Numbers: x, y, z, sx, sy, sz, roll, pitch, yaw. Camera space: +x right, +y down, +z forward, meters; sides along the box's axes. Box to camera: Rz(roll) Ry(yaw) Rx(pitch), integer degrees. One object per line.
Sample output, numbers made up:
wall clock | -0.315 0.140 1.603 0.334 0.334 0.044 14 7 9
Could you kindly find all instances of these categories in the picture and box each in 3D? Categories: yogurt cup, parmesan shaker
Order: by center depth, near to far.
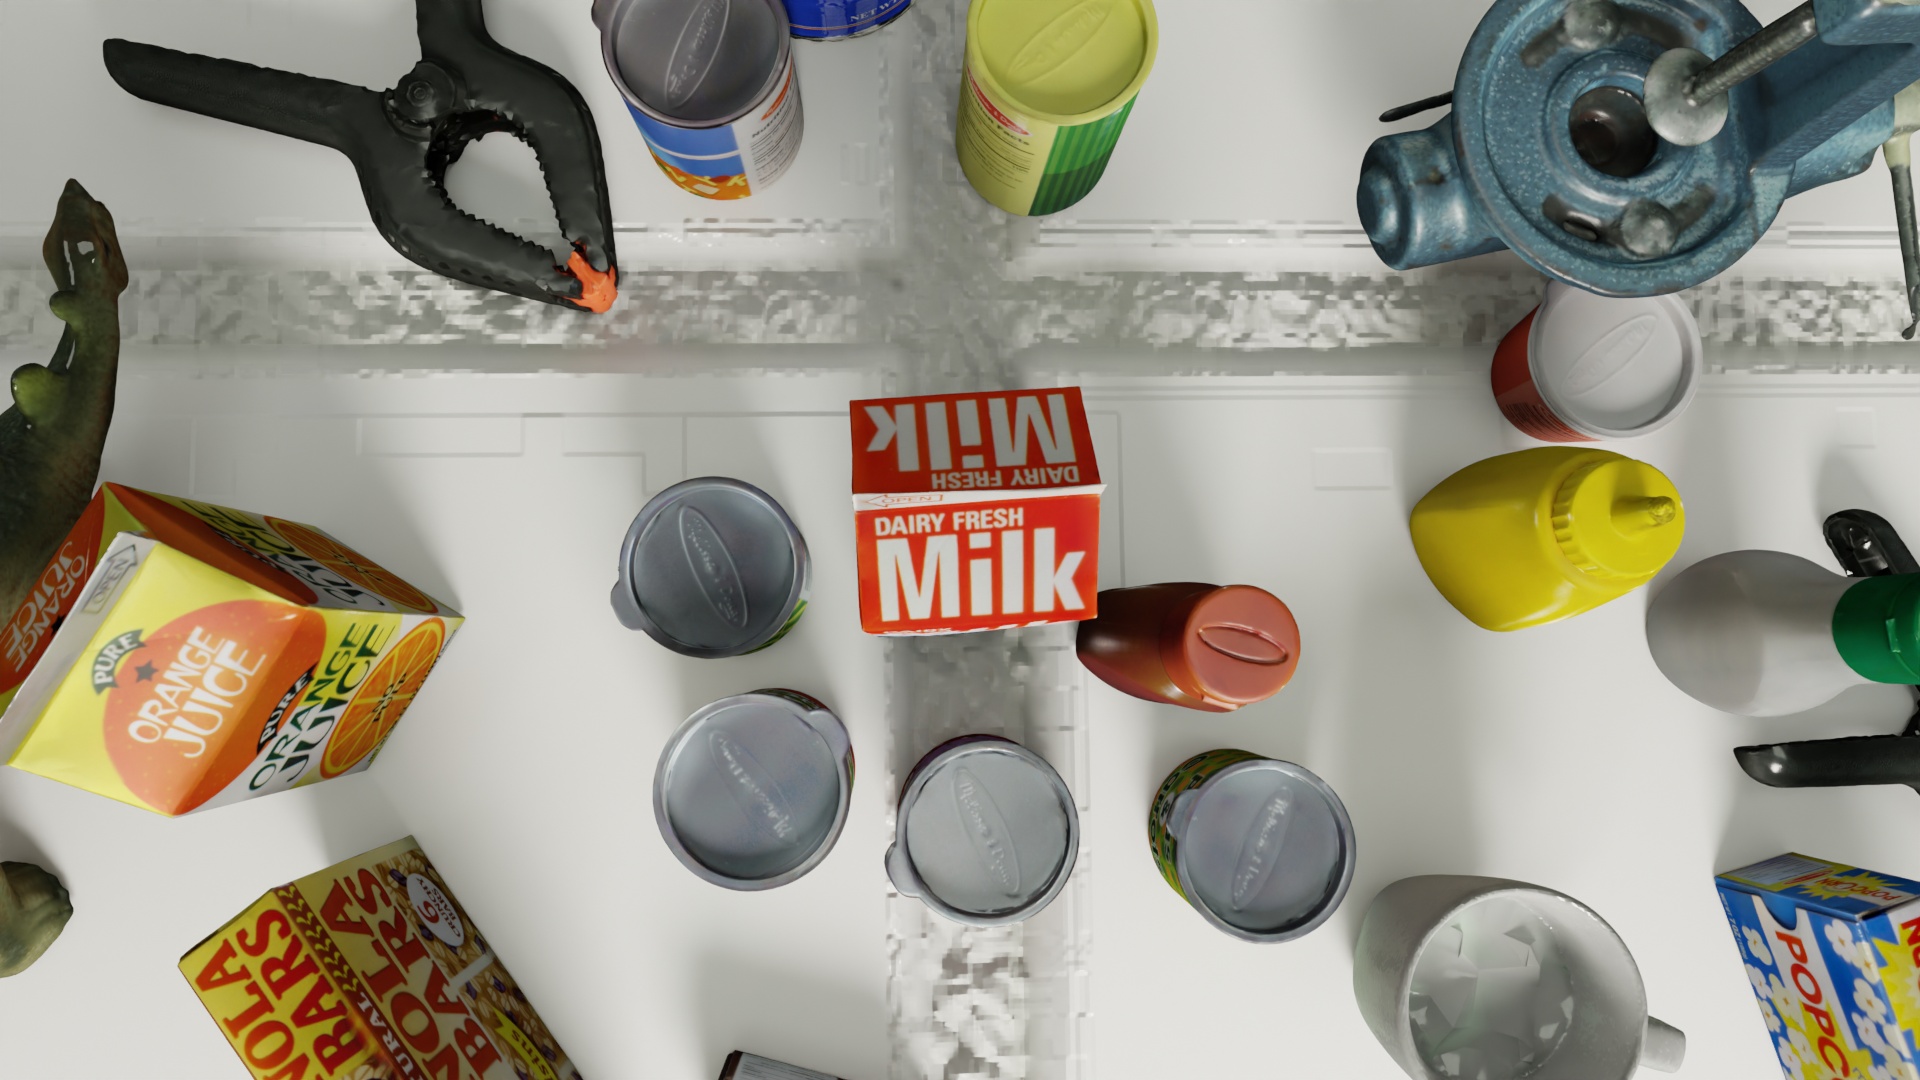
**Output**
parmesan shaker | 0.031 -0.173 0.526 0.071 0.103 0.071 0 85 -3
yogurt cup | 0.249 -0.069 0.553 0.072 0.054 0.072 0 85 -3

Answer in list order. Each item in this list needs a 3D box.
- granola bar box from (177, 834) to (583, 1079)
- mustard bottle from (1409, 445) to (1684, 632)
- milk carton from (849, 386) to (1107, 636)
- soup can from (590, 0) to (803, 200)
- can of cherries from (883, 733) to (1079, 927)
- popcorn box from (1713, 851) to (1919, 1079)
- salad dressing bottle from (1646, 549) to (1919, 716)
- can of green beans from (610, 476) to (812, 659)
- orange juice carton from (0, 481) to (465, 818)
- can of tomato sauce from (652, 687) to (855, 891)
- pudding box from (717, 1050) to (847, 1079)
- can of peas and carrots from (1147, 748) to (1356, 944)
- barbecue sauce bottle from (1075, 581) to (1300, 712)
granola bar box | -0.177 0.186 0.473 0.039 0.124 0.165 -36 88 -5
mustard bottle | 0.212 -0.002 0.492 0.049 0.160 0.065 -31 88 -5
milk carton | 0.002 -0.006 0.466 0.072 0.190 0.073 -4 86 -3
soup can | -0.097 -0.175 0.529 0.071 0.083 0.071 0 85 -3
can of cherries | 0.006 0.107 0.522 0.071 0.058 0.071 0 85 -3
popcorn box | 0.344 0.187 0.519 0.038 0.085 0.126 -18 86 -4
salad dressing bottle | 0.307 0.033 0.500 0.044 0.147 0.064 -7 86 -3
can of green beans | -0.091 0.012 0.526 0.071 0.058 0.071 0 85 -3
orange juice carton | -0.237 0.035 0.449 0.073 0.192 0.072 31 85 0
can of tomato sauce | -0.071 0.086 0.508 0.071 0.083 0.071 0 85 -3
pudding box | -0.052 0.219 0.514 0.084 0.049 0.030 15 85 -2
can of peas and carrots | 0.106 0.113 0.527 0.071 0.058 0.071 0 85 -3
barbecue sauce bottle | 0.080 0.037 0.487 0.065 0.148 0.043 17 85 -1
